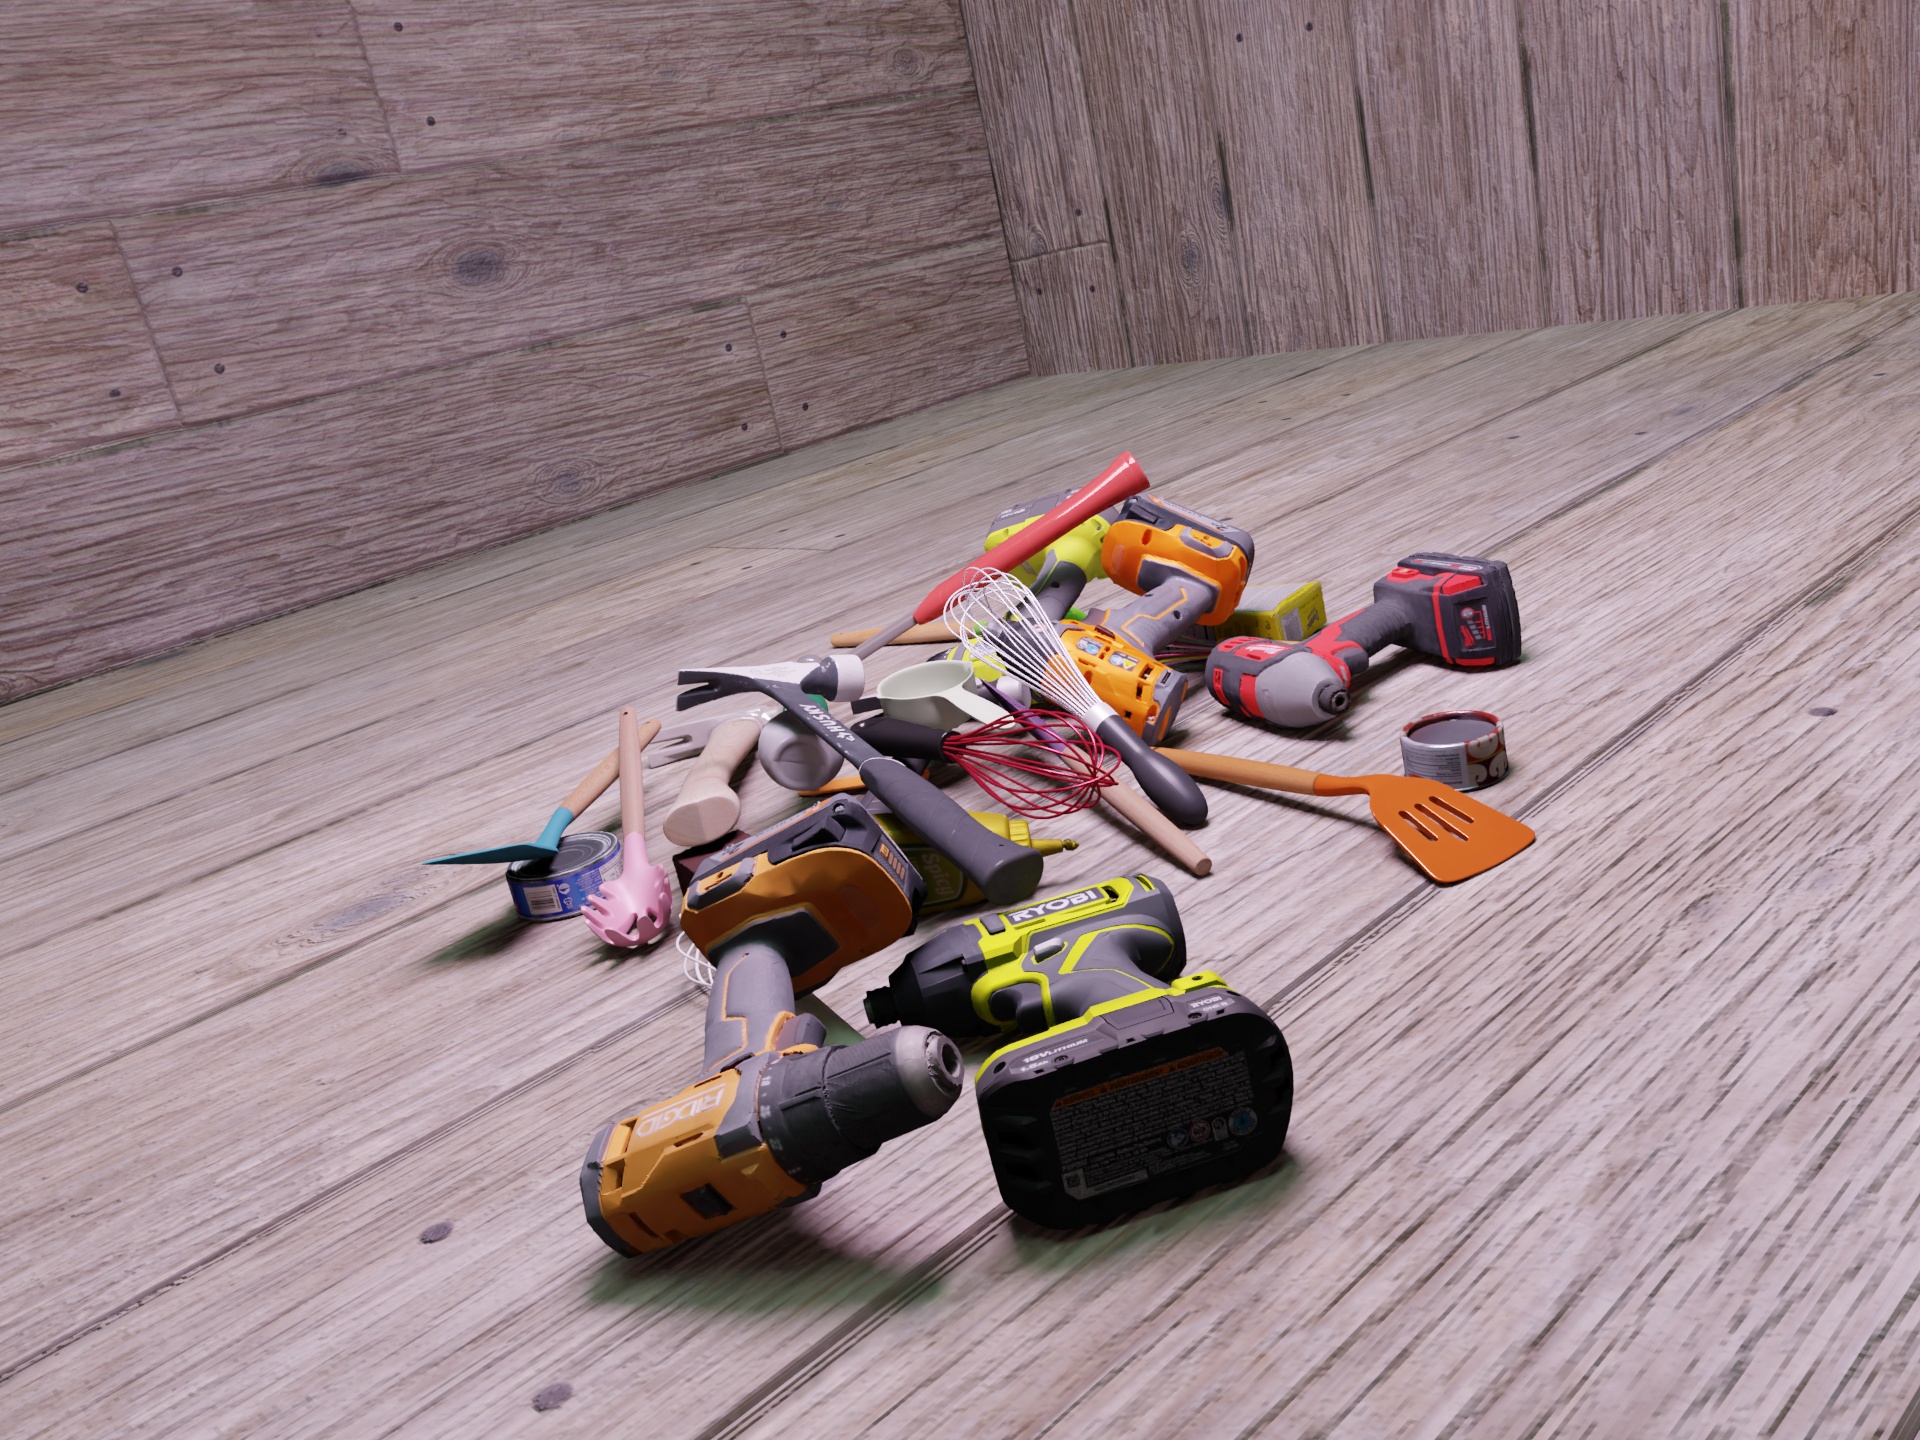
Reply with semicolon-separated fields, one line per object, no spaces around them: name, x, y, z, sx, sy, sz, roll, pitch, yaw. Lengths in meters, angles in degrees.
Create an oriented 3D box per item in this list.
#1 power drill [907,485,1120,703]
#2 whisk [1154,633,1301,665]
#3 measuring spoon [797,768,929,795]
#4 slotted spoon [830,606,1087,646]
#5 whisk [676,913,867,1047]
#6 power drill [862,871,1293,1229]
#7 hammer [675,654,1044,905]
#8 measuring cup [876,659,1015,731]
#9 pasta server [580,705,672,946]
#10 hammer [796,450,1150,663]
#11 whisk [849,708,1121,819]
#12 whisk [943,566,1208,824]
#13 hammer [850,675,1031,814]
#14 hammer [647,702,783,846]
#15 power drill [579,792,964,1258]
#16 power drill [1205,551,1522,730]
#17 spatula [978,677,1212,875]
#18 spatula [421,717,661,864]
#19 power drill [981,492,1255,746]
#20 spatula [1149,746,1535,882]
power drill;0.047;-0.096;1.418;0.190;0.080;0.229;-11;40;38
whisk;0.202;-0.057;1.361;0.245;0.051;0.047;5;39;33
measuring spoon;-0.077;0.052;1.257;0.117;0.011;0.021;-9;21;24
slotted spoon;-0.006;-0.092;1.625;0.314;0.031;0.070;-3;20;33
whisk;-0.101;0.156;0.897;0.058;0.059;0.246;-55;33;-8
power drill;0.050;0.147;0.767;0.171;0.080;0.223;-15;14;-9
hammer;-0.062;0.026;1.025;0.149;0.036;0.409;-3;19;-26
measuring cup;-0.002;-0.004;1.183;0.083;0.038;0.168;-22;25;-22
pasta server;-0.242;0.067;1.163;0.060;0.040;0.317;-19;33;-2
hammer;0.003;-0.114;1.355;0.359;0.036;0.149;-33;14;5
whisk;0.005;0.020;1.096;0.073;0.073;0.296;-23;17;-31
whisk;0.081;-0.018;1.130;0.070;0.070;0.285;-21;49;-27
hammer;-0.052;0.046;1.183;0.146;0.035;0.335;-6;22;18
hammer;-0.201;0.039;1.244;0.146;0.038;0.411;-14;9;-1
power drill;-0.073;0.133;0.758;0.185;0.084;0.226;-26;27;23
power drill;0.311;-0.055;1.216;0.219;0.078;0.143;-22;18;-18
spatula;0.089;0.035;1.108;0.018;0.059;0.316;-48;31;0
spatula;-0.294;0.052;1.216;0.082;0.044;0.318;-12;19;16
power drill;0.128;-0.088;1.275;0.164;0.084;0.226;24;48;15
spatula;0.221;0.048;1.042;0.081;0.041;0.323;-21;15;-27
